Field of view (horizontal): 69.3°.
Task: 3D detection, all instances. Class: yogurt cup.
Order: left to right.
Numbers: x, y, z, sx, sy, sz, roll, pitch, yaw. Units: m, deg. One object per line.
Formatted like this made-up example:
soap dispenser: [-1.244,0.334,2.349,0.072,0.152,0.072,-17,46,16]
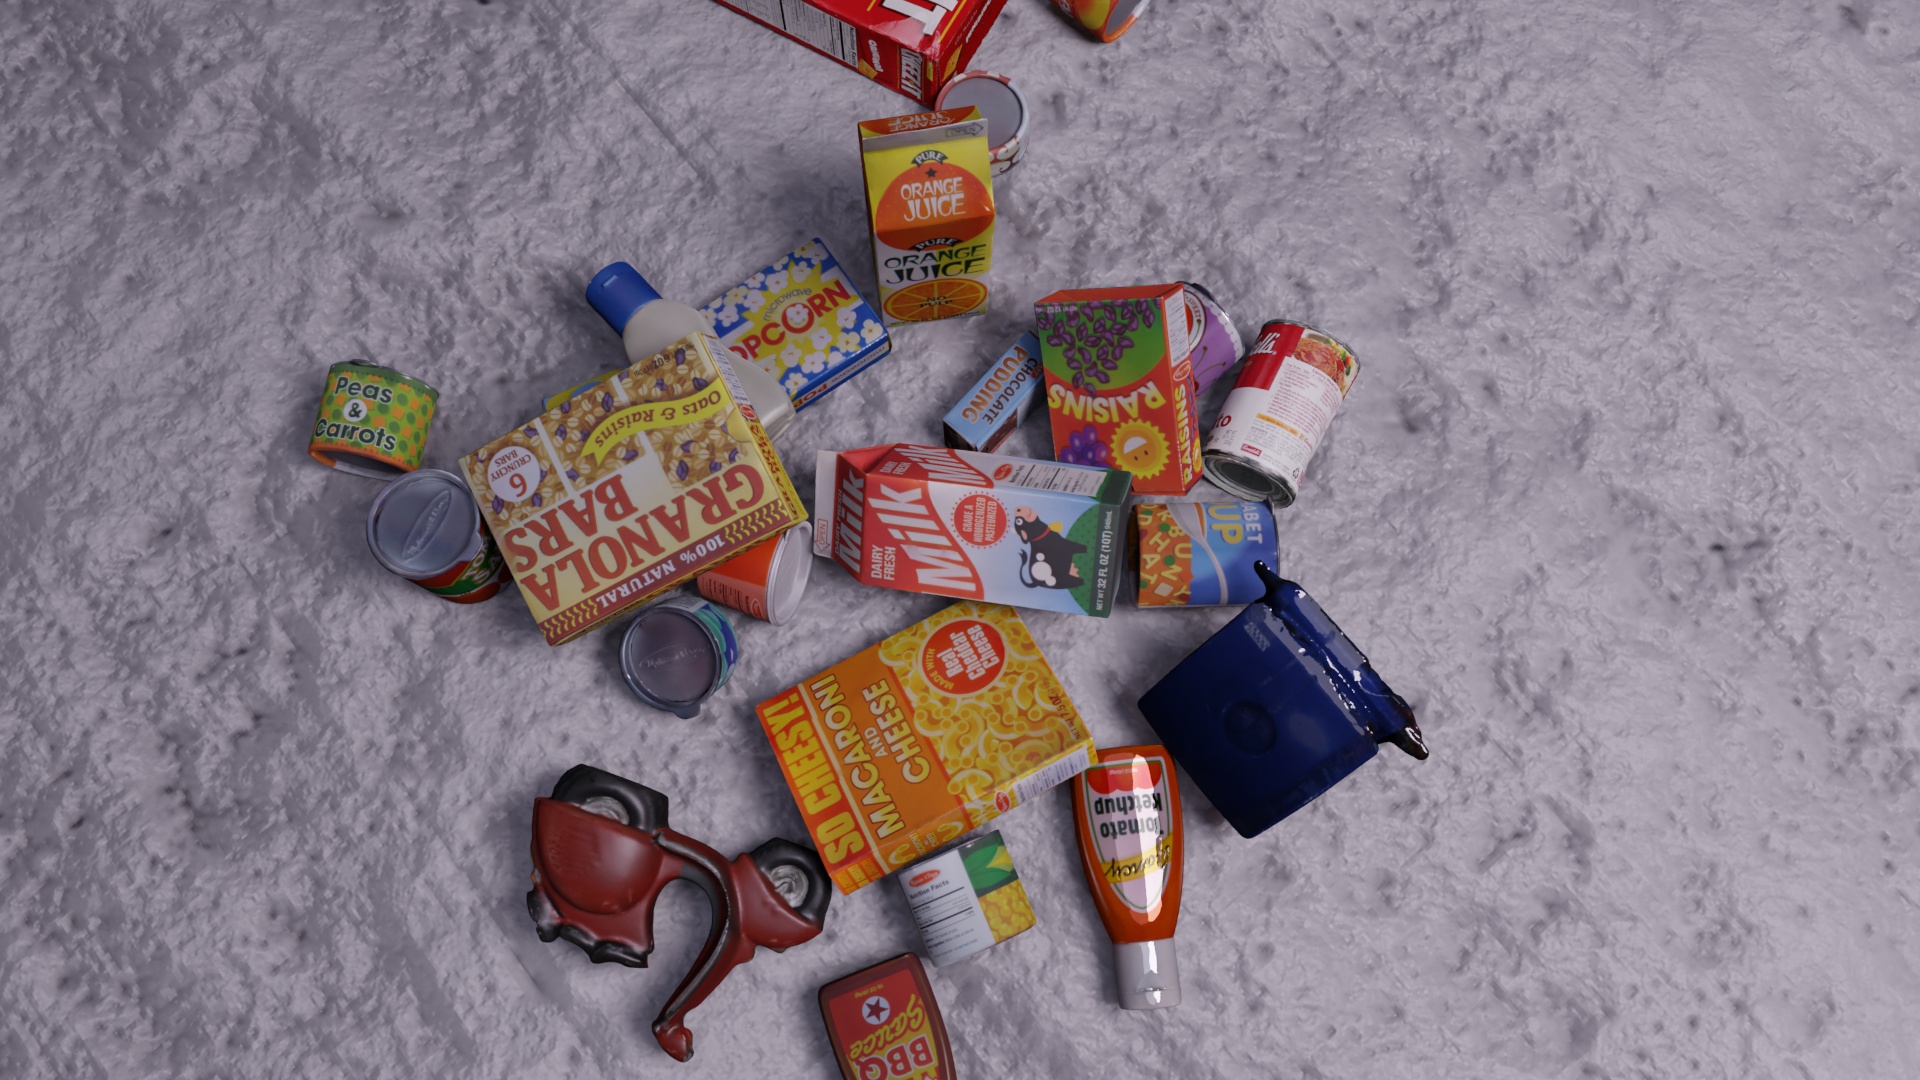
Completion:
yogurt cup: [-0.127,0.015,0.857,0.054,0.072,0.072,13,76,11]

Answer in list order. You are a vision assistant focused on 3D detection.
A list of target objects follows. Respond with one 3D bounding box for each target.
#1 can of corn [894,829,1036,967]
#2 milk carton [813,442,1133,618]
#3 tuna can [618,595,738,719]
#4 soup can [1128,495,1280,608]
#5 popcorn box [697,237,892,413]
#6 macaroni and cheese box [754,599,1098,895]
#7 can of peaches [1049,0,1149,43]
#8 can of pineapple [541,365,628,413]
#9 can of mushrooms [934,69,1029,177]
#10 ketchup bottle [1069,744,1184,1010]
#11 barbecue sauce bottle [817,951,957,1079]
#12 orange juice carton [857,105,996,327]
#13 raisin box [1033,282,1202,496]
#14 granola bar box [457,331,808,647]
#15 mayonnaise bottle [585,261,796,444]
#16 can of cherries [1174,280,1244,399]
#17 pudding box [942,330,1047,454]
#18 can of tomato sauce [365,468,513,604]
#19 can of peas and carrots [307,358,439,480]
can of corn: [0.005,0.207,0.808,0.071,0.071,0.058,-22,78,-6]
milk carton: [0.003,-0.011,0.839,0.191,0.074,0.072,8,110,10]
tuna can: [-0.170,0.071,0.845,0.071,0.033,0.071,2,101,11]
soup can: [0.149,0.006,0.856,0.084,0.071,0.071,-1,76,0]
popcorn box: [-0.120,-0.128,0.906,0.127,0.038,0.085,-34,79,-8]
macaroni and cheese box: [-0.021,0.115,0.823,0.167,0.040,0.124,-27,56,-6]
can of peaches: [0.096,-0.387,0.958,0.058,0.071,0.071,41,79,8]
can of pineapple: [-0.224,-0.071,0.877,0.058,0.071,0.071,-25,77,-7]
can of mushrooms: [0.012,-0.284,0.949,0.071,0.033,0.071,0,76,-1]
ketchup bottle: [0.103,0.197,0.820,0.065,0.043,0.149,-6,76,1]
barbecue sauce bottle: [-0.029,0.316,0.789,0.065,0.043,0.149,-20,77,-6]
orange juice carton: [-0.021,-0.202,0.846,0.072,0.192,0.073,-9,77,-3]
raisin box: [0.098,-0.091,0.850,0.086,0.040,0.123,2,113,29]
granola bar box: [-0.192,-0.030,0.813,0.165,0.039,0.124,-27,88,7]
mayonnaise bottle: [-0.171,-0.111,0.860,0.065,0.041,0.148,-43,79,-8]
can of cherries: [0.137,-0.124,0.889,0.058,0.071,0.071,-42,80,-9]
pudding box: [0.026,-0.089,0.890,0.030,0.049,0.084,41,79,11]
can of tomato sauce: [-0.311,0.000,0.849,0.071,0.083,0.071,0,76,0]
can of peas and carrots: [-0.370,-0.075,0.874,0.071,0.071,0.059,9,77,2]
